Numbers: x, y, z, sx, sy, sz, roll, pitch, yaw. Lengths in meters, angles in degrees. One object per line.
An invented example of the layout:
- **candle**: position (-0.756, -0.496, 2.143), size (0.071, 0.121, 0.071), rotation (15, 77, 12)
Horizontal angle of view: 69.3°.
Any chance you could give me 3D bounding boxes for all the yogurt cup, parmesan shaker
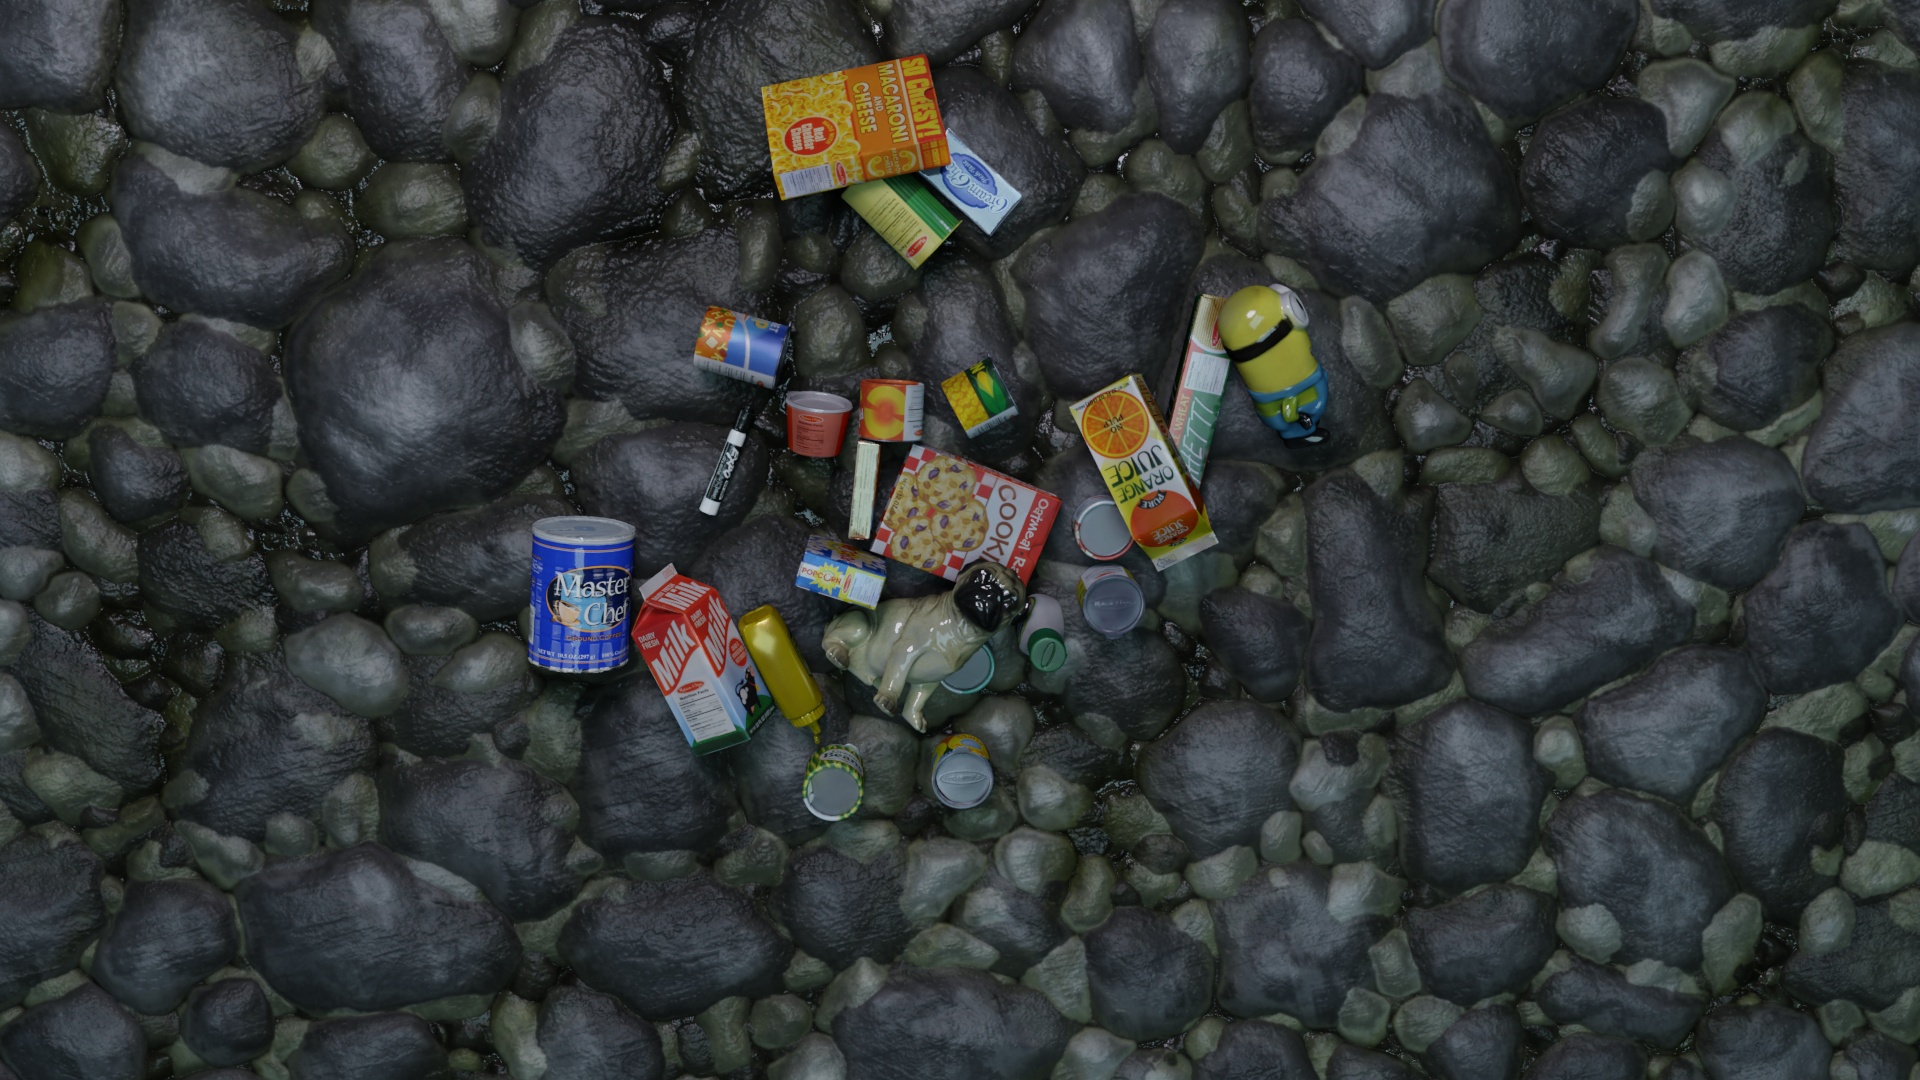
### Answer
- **yogurt cup**: position (-0.147, -0.118, 1.420), size (0.072, 0.072, 0.053), rotation (7, 110, -4)
- **parmesan shaker**: position (-0.057, -0.330, 1.377), size (0.103, 0.071, 0.071), rotation (44, 97, -9)

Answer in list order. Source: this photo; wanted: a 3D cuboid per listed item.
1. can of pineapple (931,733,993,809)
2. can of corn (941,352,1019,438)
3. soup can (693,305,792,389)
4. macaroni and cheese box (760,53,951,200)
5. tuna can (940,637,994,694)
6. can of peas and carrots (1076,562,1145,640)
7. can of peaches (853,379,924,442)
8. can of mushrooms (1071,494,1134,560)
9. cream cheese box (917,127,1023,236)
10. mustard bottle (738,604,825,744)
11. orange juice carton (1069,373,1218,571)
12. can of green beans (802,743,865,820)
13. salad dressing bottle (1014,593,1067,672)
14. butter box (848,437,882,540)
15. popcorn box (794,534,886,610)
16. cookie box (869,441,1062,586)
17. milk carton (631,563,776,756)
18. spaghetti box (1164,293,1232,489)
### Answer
- **can of pineapple**: position (0.002, 0.247, 1.502), size (0.071, 0.058, 0.071), rotation (-1, 102, -2)
- **can of corn**: position (0.019, -0.148, 1.419), size (0.058, 0.071, 0.071), rotation (-28, 102, 4)
- **soup can**: position (-0.219, -0.197, 1.399), size (0.084, 0.071, 0.071), rotation (15, 101, -5)
- **macaroni and cheese box**: position (-0.102, -0.400, 1.338), size (0.166, 0.040, 0.124), rotation (-12, 58, 0)
- **tuna can**: position (0.006, 0.128, 1.491), size (0.071, 0.033, 0.071), rotation (0, 102, -2)
- **can of peas and carrots**: position (0.159, 0.063, 1.471), size (0.071, 0.059, 0.070), rotation (0, 103, -2)
- **can of peaches**: position (-0.073, -0.134, 1.418), size (0.071, 0.071, 0.058), rotation (3, 102, -3)
- **can of mushrooms**: position (0.153, -0.012, 1.468), size (0.071, 0.033, 0.071), rotation (-1, 101, -3)
- **cream cheese box**: position (0.008, -0.360, 1.396), size (0.104, 0.024, 0.053), rotation (40, 98, -9)
- **mustard bottle**: position (-0.182, 0.146, 1.474), size (0.049, 0.065, 0.159), rotation (-27, 107, -6)
- **orange juice carton**: position (0.189, -0.069, 1.412), size (0.071, 0.073, 0.192), rotation (-26, 89, 18)
- **can of green beans**: position (-0.136, 0.261, 1.500), size (0.071, 0.058, 0.071), rotation (0, 102, -2)
- **salad dressing bottle**: position (0.084, 0.097, 1.429), size (0.044, 0.148, 0.064), rotation (20, 100, -6)
- **butter box**: position (-0.098, -0.056, 1.439), size (0.024, 0.053, 0.103), rotation (6, 101, -1)
- **popcorn box**: position (-0.121, 0.031, 1.418), size (0.085, 0.127, 0.038), rotation (18, 97, -6)
- **cookie box**: position (0.005, -0.018, 1.457), size (0.167, 0.040, 0.122), rotation (21, 100, -7)
- **milk carton**: position (-0.275, 0.120, 1.449), size (0.073, 0.072, 0.190), rotation (-20, 103, 23)
- **spaghetti box**: position (0.241, -0.131, 1.450), size (0.050, 0.029, 0.249), rotation (12, 101, -5)
